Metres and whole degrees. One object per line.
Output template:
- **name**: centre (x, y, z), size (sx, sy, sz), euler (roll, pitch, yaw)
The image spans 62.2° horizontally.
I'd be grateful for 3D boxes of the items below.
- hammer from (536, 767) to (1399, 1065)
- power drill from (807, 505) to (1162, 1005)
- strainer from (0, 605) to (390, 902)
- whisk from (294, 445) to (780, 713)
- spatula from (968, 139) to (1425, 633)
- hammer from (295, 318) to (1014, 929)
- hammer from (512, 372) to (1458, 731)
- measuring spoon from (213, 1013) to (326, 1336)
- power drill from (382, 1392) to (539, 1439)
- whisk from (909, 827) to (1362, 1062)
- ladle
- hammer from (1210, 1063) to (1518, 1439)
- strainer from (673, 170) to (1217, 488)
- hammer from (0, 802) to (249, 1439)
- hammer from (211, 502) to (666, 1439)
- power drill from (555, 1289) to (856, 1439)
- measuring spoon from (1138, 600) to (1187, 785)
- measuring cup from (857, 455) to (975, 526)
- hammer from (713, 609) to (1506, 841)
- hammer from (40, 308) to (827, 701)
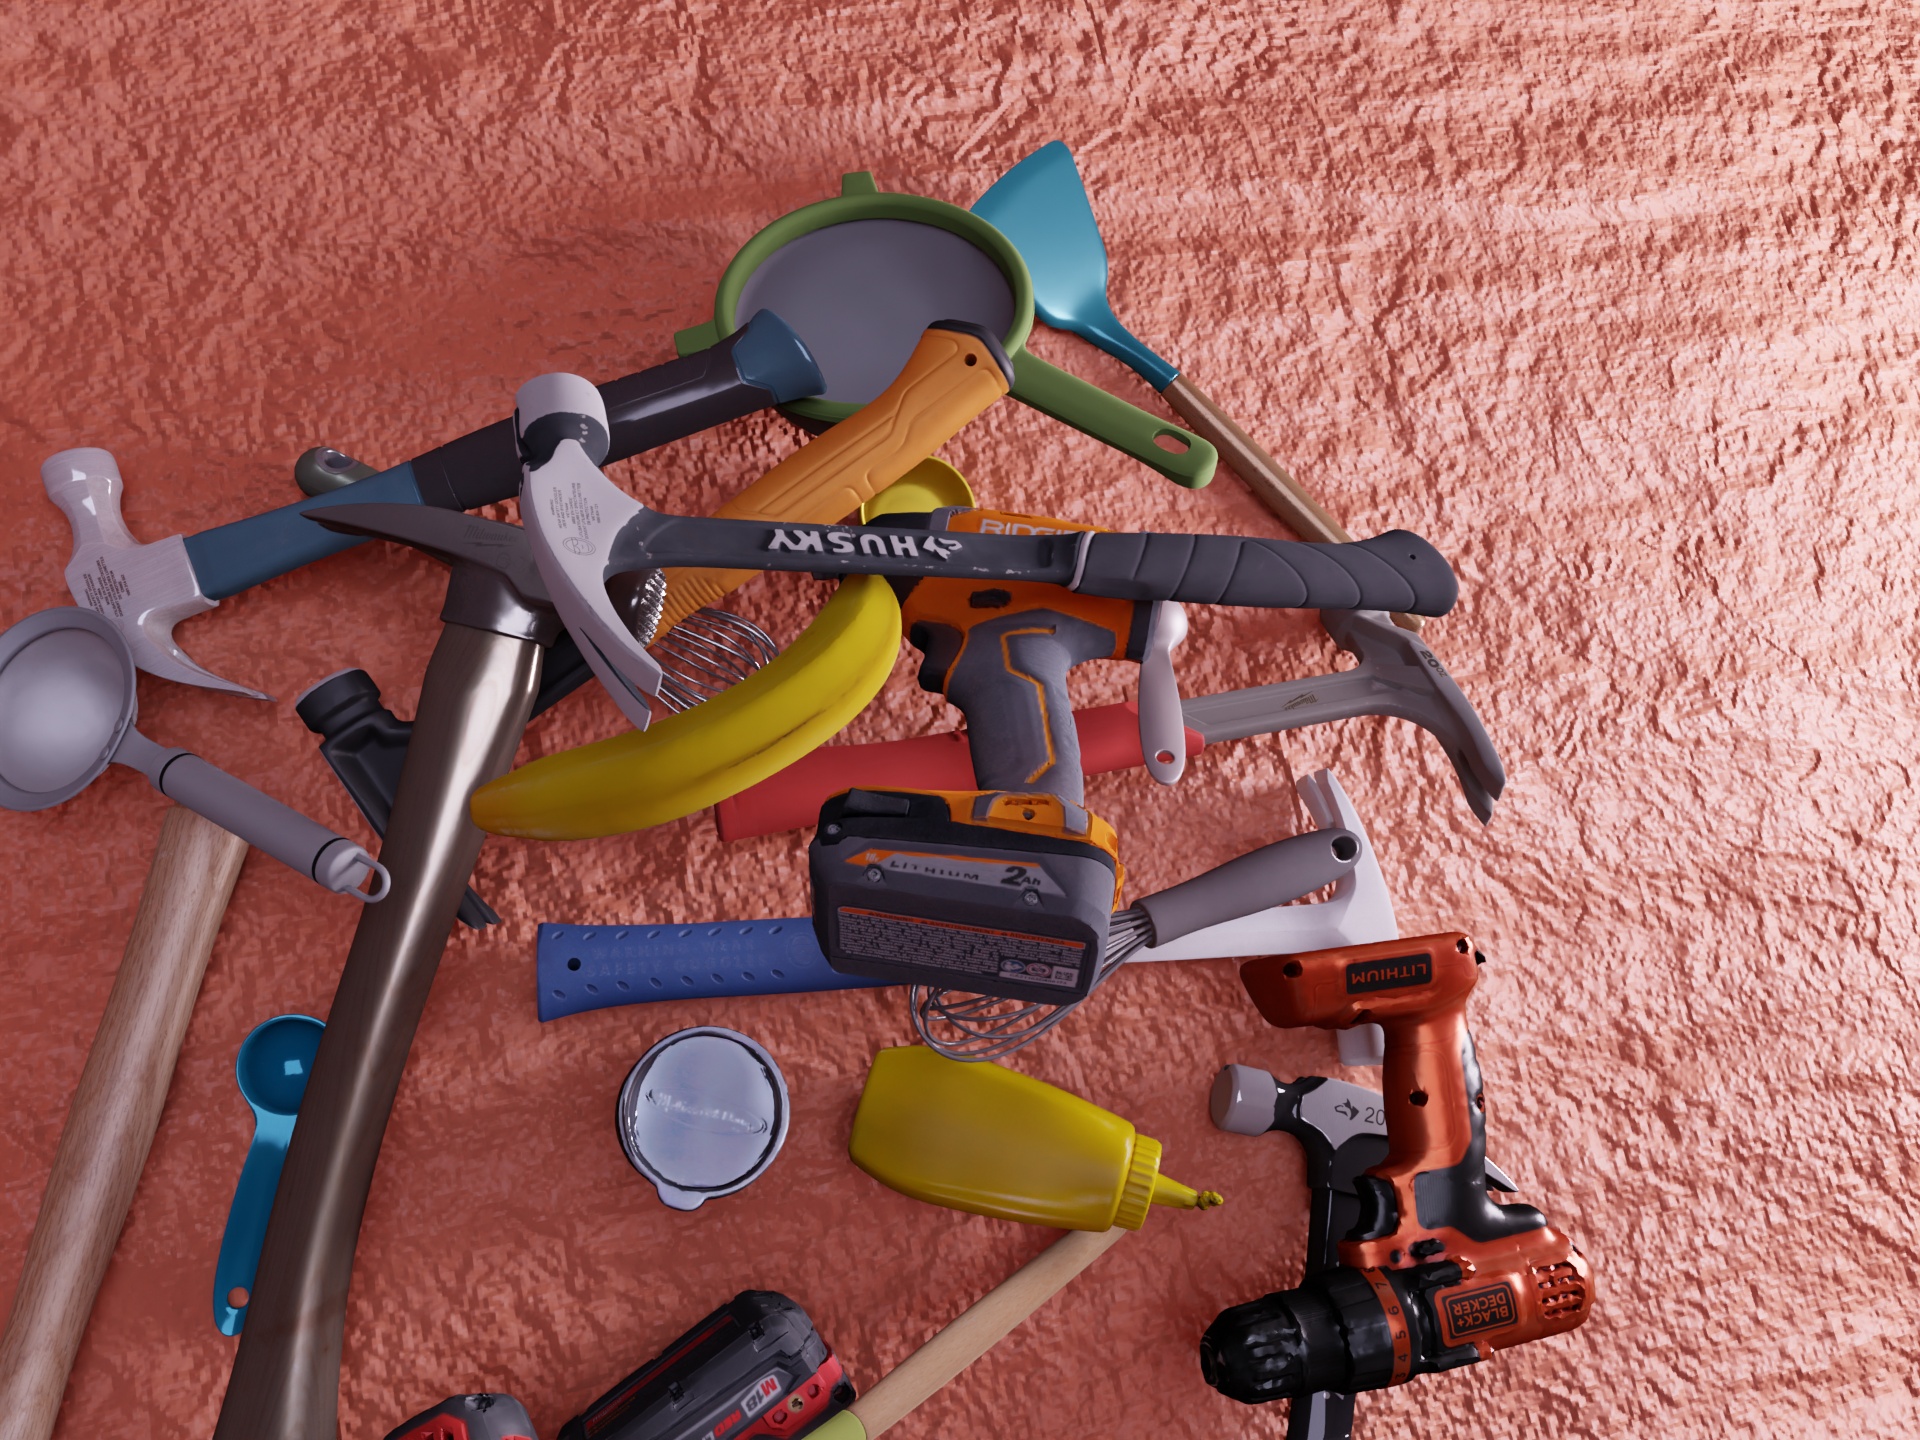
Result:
- **hammer**: centre (0.014, 0.098, 0.734), size (0.405, 0.035, 0.144), euler (-1, 76, -14)
- **power drill**: centre (-0.001, -0.002, 0.679), size (0.164, 0.084, 0.227), euler (8, 52, 3)
- **strainer**: centre (-0.313, 0.020, 0.627), size (0.258, 0.050, 0.087), euler (22, 83, 26)
- **whisk**: centre (-0.189, -0.061, 0.723), size (0.246, 0.059, 0.058), euler (27, 34, -2)
- **spatula**: centre (0.131, -0.161, 0.827), size (0.317, 0.044, 0.082), euler (44, 64, -1)
- **hammer**: centre (-0.114, -0.054, 0.682), size (0.337, 0.034, 0.127), euler (-36, 87, 0)
- **hammer**: centre (0.034, -0.063, 0.644), size (0.408, 0.036, 0.149), euler (0, 52, -24)
- **measuring spoon**: centre (-0.283, 0.184, 0.651), size (0.042, 0.021, 0.129), euler (12, 82, -12)
- **power drill**: centre (-0.220, 0.360, 0.524), size (0.226, 0.080, 0.188), euler (-29, 52, -4)
- **whisk**: centre (0.085, 0.093, 0.710), size (0.239, 0.055, 0.055), euler (-18, 81, -22)
- **ladle**: centre (-0.015, 0.255, 0.606), size (0.320, 0.062, 0.078), euler (-20, 84, -47)
- **hammer**: centre (0.164, 0.333, 0.711), size (0.146, 0.035, 0.335), euler (14, 73, -9)
- **strainer**: centre (0.004, -0.156, 0.754), size (0.256, 0.069, 0.151), euler (29, 63, 17)
- **hammer**: centre (-0.341, 0.194, 0.622), size (0.130, 0.031, 0.331), euler (14, 73, -10)
- **hammer**: centre (-0.240, 0.117, 0.628), size (0.146, 0.038, 0.411), euler (14, 84, 2)
- **power drill**: centre (-0.064, 0.354, 0.629), size (0.143, 0.078, 0.219), euler (-33, 89, -20)
- **measuring spoon**: centre (0.093, -0.020, 0.743), size (0.034, 0.018, 0.124), euler (3, 46, -1)
- **measuring cup**: centre (-0.047, -0.057, 0.770), size (0.062, 0.029, 0.156), euler (30, 82, -8)
- **hammer**: centre (0.065, 0.016, 0.744), size (0.359, 0.036, 0.149), euler (-10, 46, -12)
- **hammer**: centre (-0.220, -0.106, 0.688), size (0.331, 0.033, 0.128), euler (-20, 84, -2)
